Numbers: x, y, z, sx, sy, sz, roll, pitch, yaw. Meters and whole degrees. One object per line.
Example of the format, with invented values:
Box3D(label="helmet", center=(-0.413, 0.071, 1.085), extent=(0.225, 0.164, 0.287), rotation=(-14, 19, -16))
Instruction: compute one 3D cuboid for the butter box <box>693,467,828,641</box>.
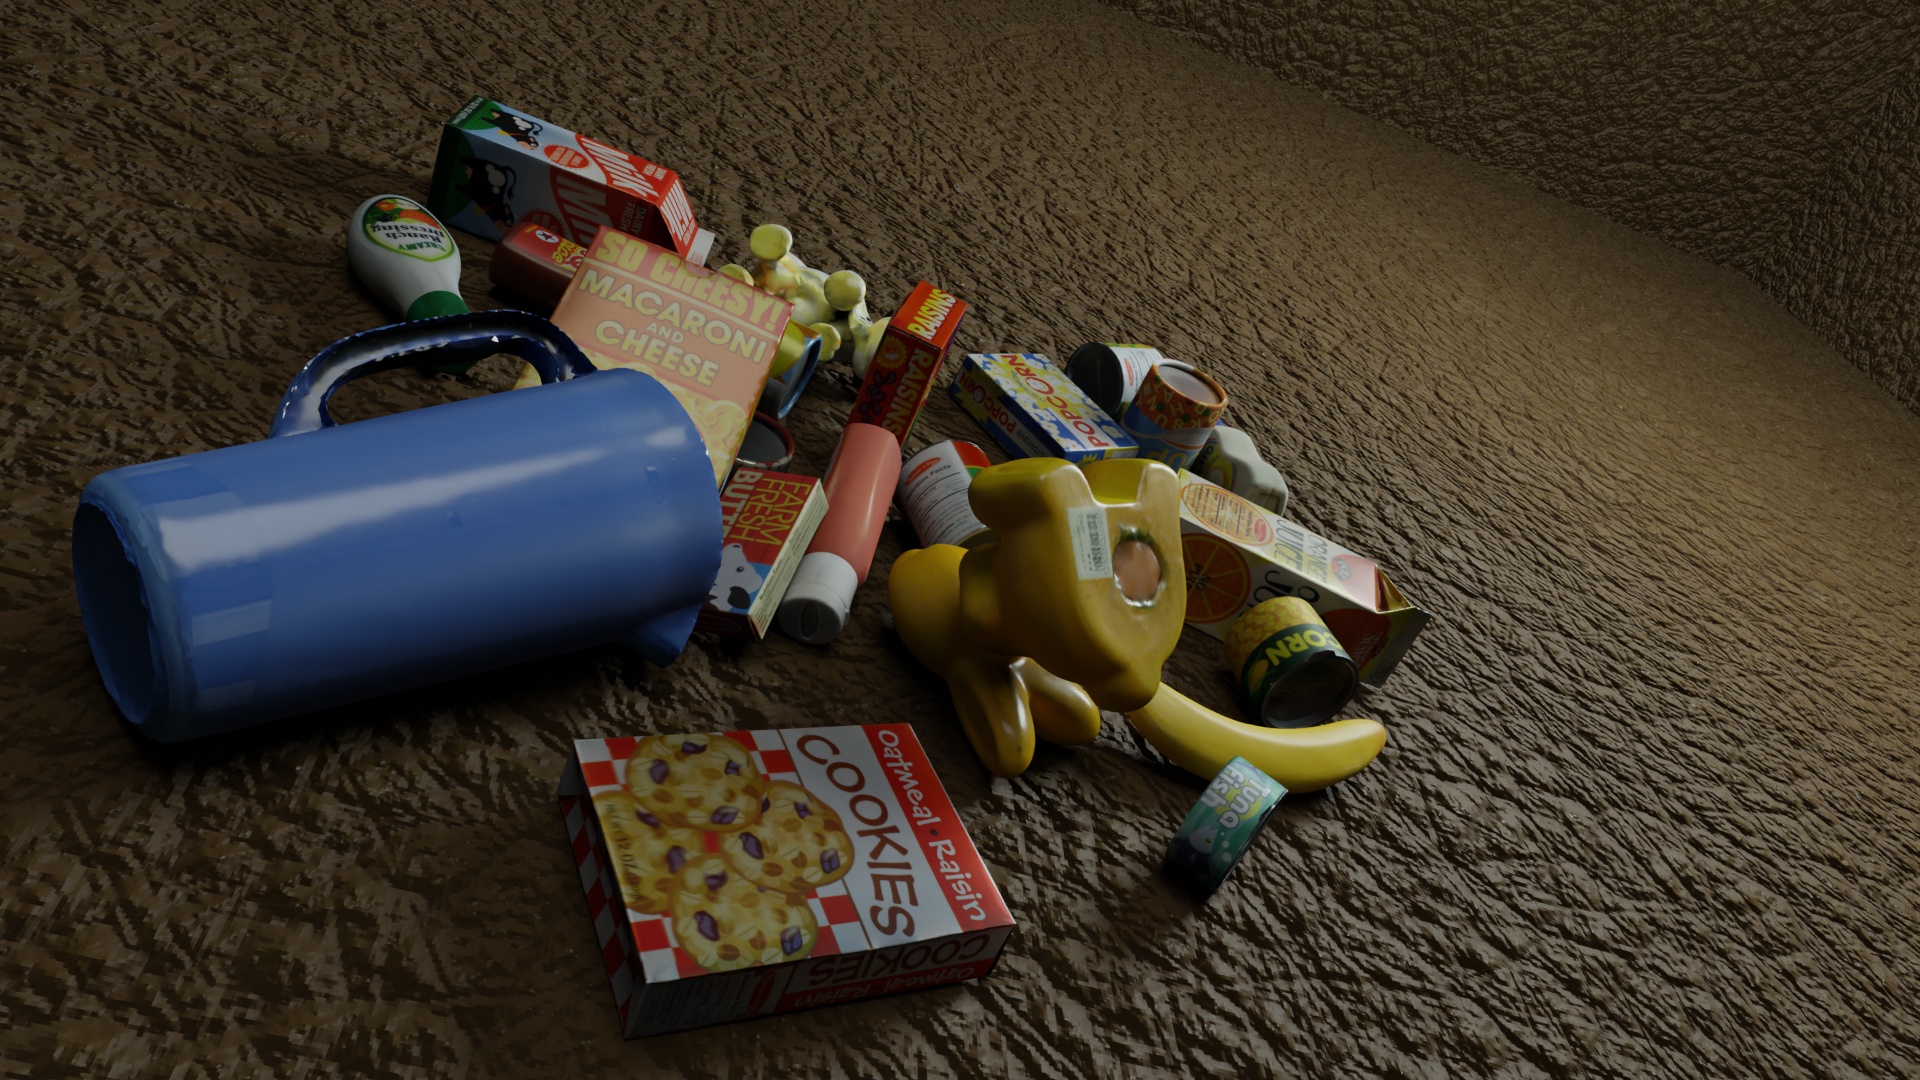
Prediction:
Box3D(label="butter box", center=(-0.113, 0.006, 0.741), extent=(0.053, 0.024, 0.104), rotation=(8, 48, 17))

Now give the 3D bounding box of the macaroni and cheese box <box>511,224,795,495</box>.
Box3D(label="macaroni and cheese box", center=(-0.179, -0.087, 0.791), extent=(0.124, 0.040, 0.167), rotation=(22, 61, -8))

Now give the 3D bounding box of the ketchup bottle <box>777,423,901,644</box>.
Box3D(label="ketchup bottle", center=(-0.069, -0.003, 0.801), extent=(0.043, 0.064, 0.149), rotation=(14, 40, 0))

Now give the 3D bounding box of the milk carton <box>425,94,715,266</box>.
Box3D(label="milk carton", center=(-0.272, -0.242, 0.996), extent=(0.191, 0.073, 0.073), rotation=(19, 31, -12))

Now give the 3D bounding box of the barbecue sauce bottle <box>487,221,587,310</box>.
Box3D(label="barbecue sauce bottle", center=(-0.236, -0.163, 0.934), extent=(0.148, 0.043, 0.065), rotation=(25, 25, -3))

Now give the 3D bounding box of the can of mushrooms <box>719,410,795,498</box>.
Box3D(label="can of mushrooms", center=(-0.135, -0.053, 0.851), extent=(0.071, 0.033, 0.071), rotation=(18, 31, -11))

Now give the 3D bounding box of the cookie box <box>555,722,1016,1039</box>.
Box3D(label="cookie box", center=(-0.075, 0.139, 0.601), extent=(0.168, 0.040, 0.123), rotation=(2, 39, -33))

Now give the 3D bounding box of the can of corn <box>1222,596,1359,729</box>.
Box3D(label="can of corn", center=(0.207, 0.076, 0.873), extent=(0.071, 0.070, 0.058), rotation=(8, 34, -28))

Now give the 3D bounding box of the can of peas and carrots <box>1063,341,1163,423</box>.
Box3D(label="can of peas and carrots", center=(0.125, -0.127, 1.125), extent=(0.059, 0.070, 0.071), rotation=(-5, 42, -41))

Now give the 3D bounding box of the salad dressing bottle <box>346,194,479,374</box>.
Box3D(label="salad dressing bottle", center=(-0.332, -0.158, 0.854), extent=(0.064, 0.043, 0.148), rotation=(-3, 42, -40))

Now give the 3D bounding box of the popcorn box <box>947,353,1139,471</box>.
Box3D(label="popcorn box", center=(0.063, -0.092, 1.050), extent=(0.085, 0.038, 0.127), rotation=(-8, 44, -42))

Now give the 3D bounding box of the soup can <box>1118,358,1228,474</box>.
Box3D(label="soup can", center=(0.160, -0.086, 1.070), extent=(0.071, 0.083, 0.072), rotation=(19, 32, -12))

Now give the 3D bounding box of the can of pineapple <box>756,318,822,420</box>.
Box3D(label="can of pineapple", center=(-0.131, -0.122, 0.925), extent=(0.058, 0.070, 0.071), rotation=(28, 31, 1))

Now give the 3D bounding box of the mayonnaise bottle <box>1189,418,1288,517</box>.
Box3D(label="mayonnaise bottle", center=(0.207, -0.056, 1.083), extent=(0.041, 0.064, 0.149), rotation=(10, 30, -18))

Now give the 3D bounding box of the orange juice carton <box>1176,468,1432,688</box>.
Box3D(label="orange juice carton", center=(0.216, 0.034, 0.941), extent=(0.193, 0.071, 0.073), rotation=(26, 31, 1))

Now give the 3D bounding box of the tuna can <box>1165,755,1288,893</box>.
Box3D(label="tuna can", center=(0.138, 0.145, 0.718), extent=(0.033, 0.070, 0.071), rotation=(36, 32, 18))

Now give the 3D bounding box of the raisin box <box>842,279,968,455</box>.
Box3D(label="raisin box", center=(-0.042, -0.096, 0.897), extent=(0.040, 0.122, 0.086), rotation=(26, 31, -1))

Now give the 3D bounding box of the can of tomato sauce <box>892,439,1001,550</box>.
Box3D(label="can of tomato sauce", center=(0.003, -0.011, 0.859), extent=(0.071, 0.070, 0.083), rotation=(5, 37, -31))
